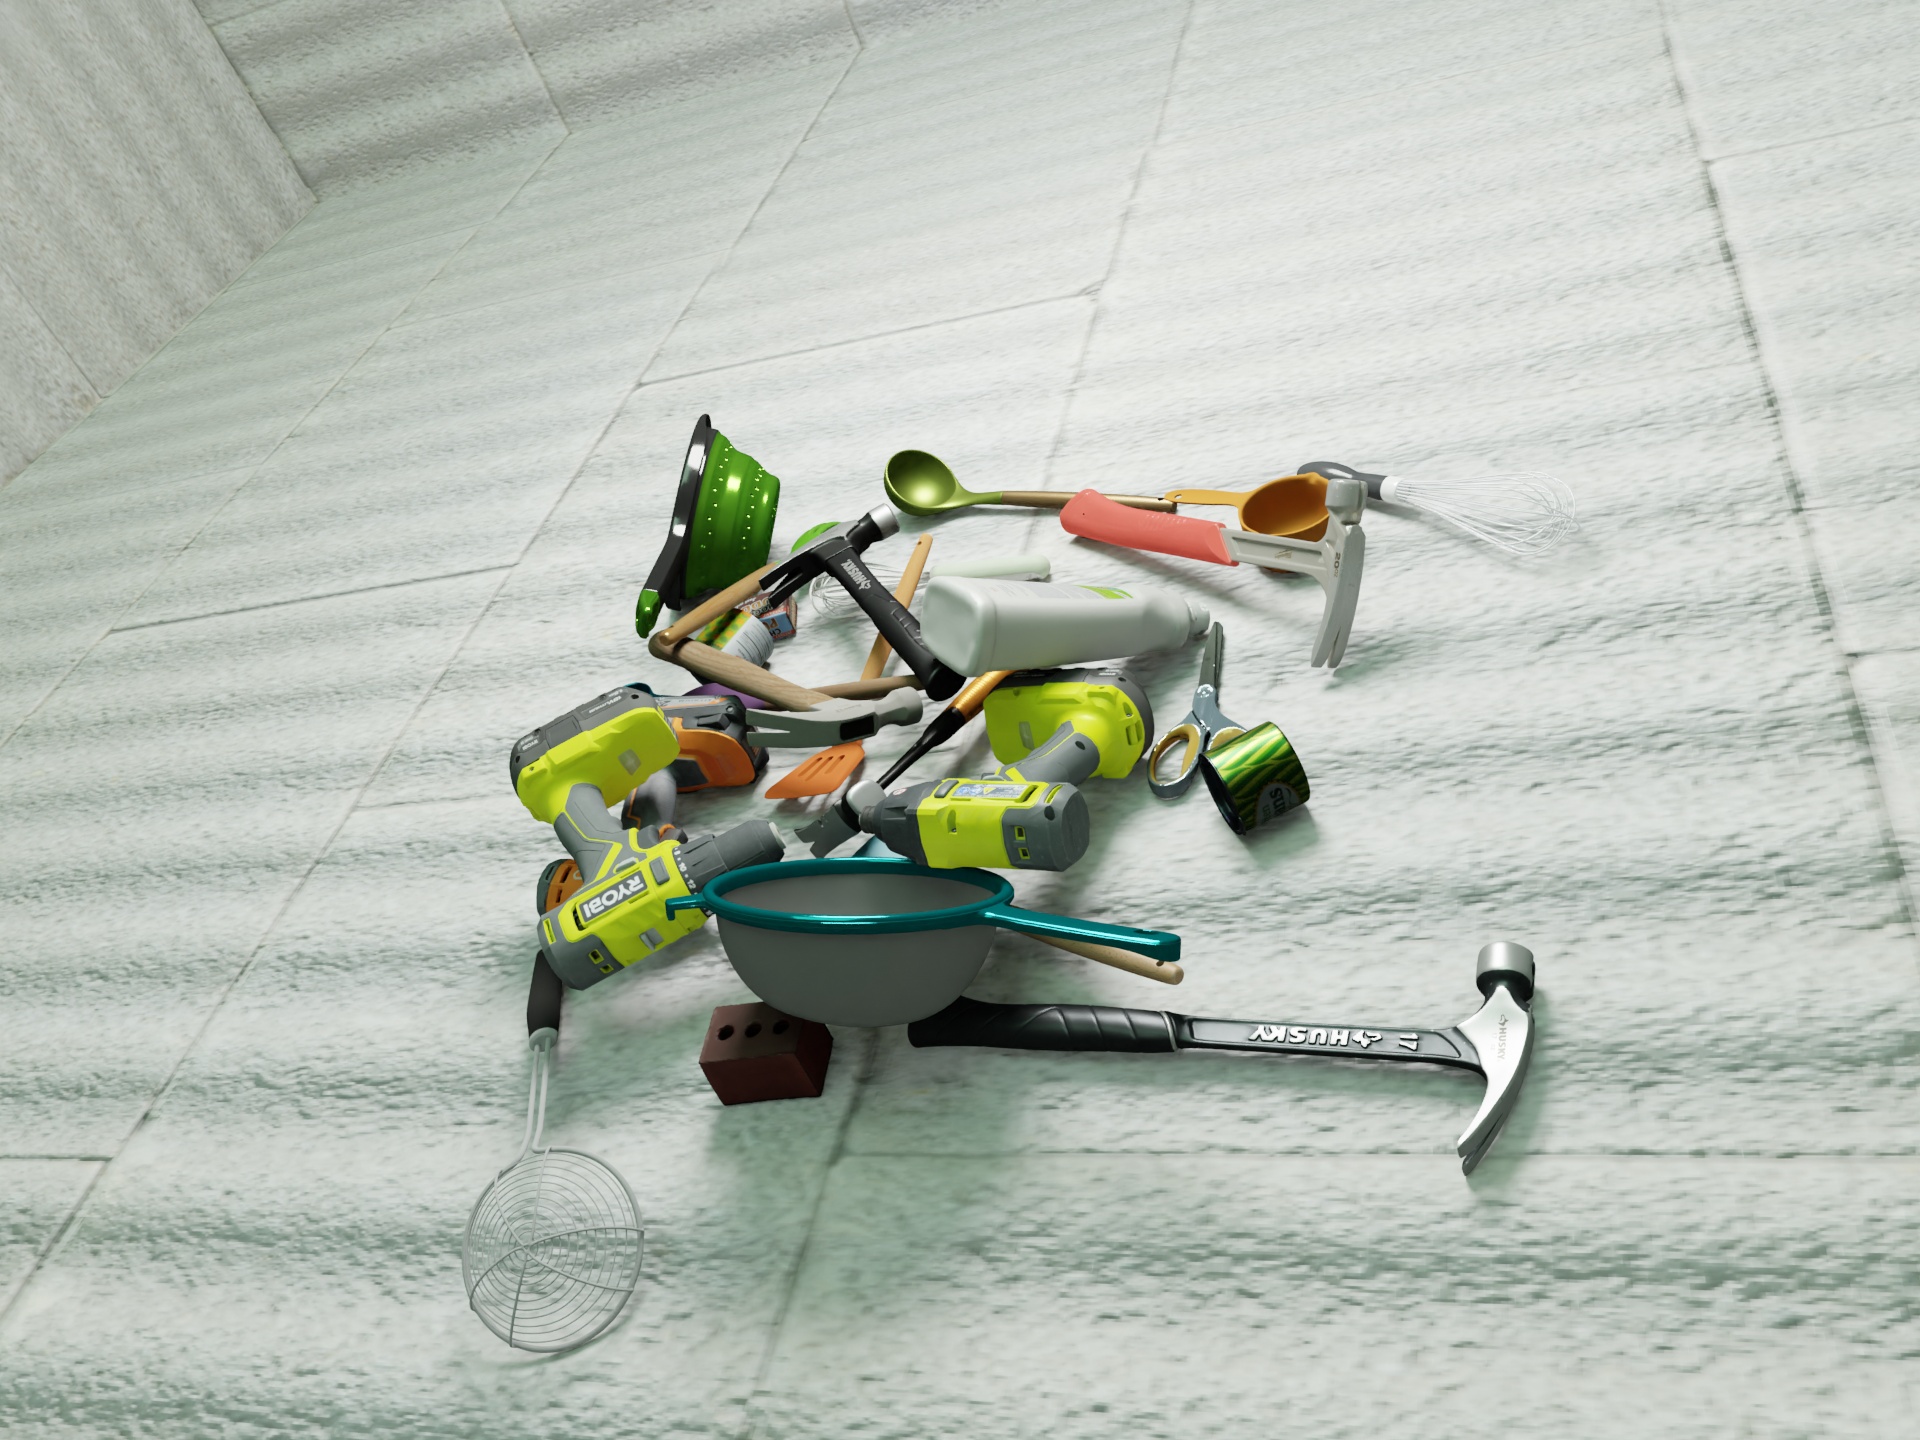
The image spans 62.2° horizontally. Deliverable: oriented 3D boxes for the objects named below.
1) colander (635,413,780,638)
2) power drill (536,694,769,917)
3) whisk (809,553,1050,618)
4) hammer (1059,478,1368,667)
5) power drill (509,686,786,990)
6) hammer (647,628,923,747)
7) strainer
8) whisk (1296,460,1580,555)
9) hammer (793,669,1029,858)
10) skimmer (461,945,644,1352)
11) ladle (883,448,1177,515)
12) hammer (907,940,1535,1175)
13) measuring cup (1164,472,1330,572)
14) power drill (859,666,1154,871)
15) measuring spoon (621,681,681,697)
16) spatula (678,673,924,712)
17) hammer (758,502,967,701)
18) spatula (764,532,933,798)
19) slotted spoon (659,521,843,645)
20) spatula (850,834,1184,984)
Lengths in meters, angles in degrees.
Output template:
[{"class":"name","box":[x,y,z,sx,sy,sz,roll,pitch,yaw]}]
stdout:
[{"class":"colander","box":[-0.241,-0.169,1.571,0.094,0.204,0.397,12,27,-5]},{"class":"power drill","box":[-0.243,0.083,1.345,0.164,0.084,0.227,-1,46,23]},{"class":"whisk","box":[-0.032,-0.135,1.529,0.246,0.057,0.059,-5,75,19]},{"class":"hammer","box":[0.206,-0.148,1.386,0.036,0.149,0.359,2,11,-34]},{"class":"power drill","box":[-0.251,0.081,1.245,0.190,0.080,0.229,-29,48,-4]},{"class":"hammer","box":[-0.180,-0.033,1.362,0.130,0.031,0.331,-16,23,-35]},{"class":"strainer","box":[-0.015,0.160,1.048,0.340,0.095,0.211,5,7,31]},{"class":"whisk","box":[0.398,-0.193,1.359,0.070,0.070,0.285,-41,36,-21]},{"class":"hammer","box":[-0.002,-0.004,1.331,0.337,0.034,0.127,-42,3,-33]},{"class":"skimmer","box":[-0.294,0.290,1.161,0.127,0.090,0.364,-26,27,1]},{"class":"ladle","box":[0.064,-0.230,1.580,0.320,0.062,0.078,8,46,31]},{"class":"hammer","box":[0.152,0.206,1.023,0.409,0.036,0.149,-3,43,26]},{"class":"measuring cup","box":[0.259,-0.175,1.413,0.174,0.052,0.095,13,50,41]},{"class":"power drill","box":[0.040,0.038,1.192,0.171,0.080,0.223,0,24,29]},{"class":"measuring spoon","box":[-0.279,-0.010,1.532,0.129,0.021,0.042,9,46,23]},{"class":"spatula","box":[-0.149,-0.019,1.411,0.316,0.018,0.060,-7,59,33]},{"class":"hammer","box":[-0.074,-0.097,1.406,0.146,0.035,0.335,-30,33,-7]},{"class":"spatula","box":[-0.083,-0.052,1.428,0.081,0.041,0.323,-6,49,35]},{"class":"slotted spoon","box":[-0.192,-0.138,1.540,0.070,0.031,0.314,-4,22,32]},{"class":"spatula","box":[0.036,0.136,1.142,0.082,0.044,0.318,-41,32,-27]}]
